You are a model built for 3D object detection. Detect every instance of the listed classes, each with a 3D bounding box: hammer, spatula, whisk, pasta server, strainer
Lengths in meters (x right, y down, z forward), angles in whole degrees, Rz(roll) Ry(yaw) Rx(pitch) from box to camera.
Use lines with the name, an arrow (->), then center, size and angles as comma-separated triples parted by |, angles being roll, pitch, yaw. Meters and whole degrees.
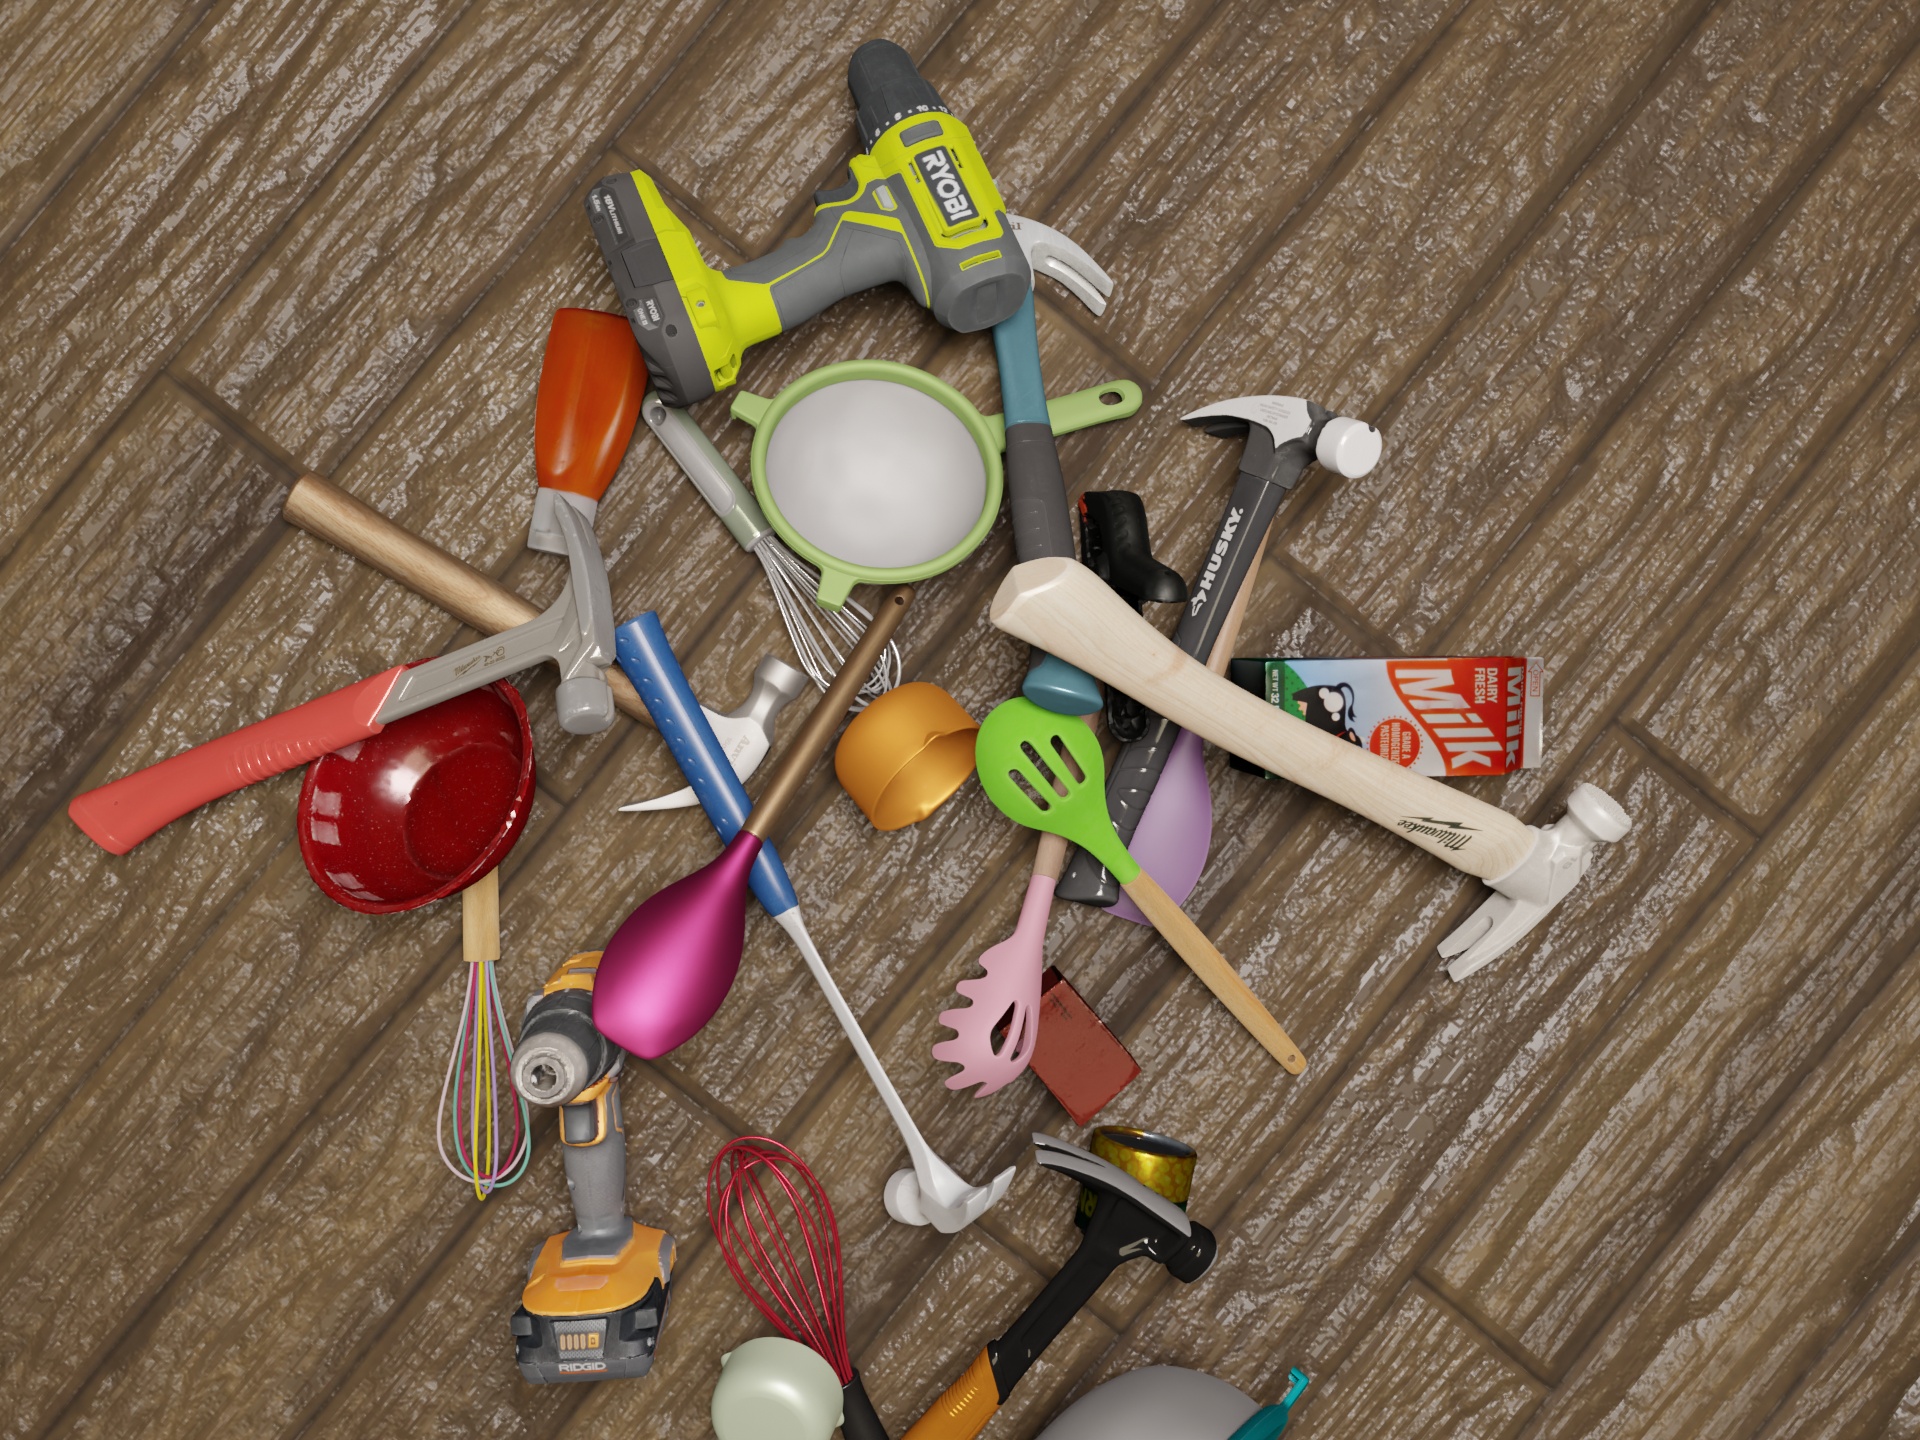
hammer -> -0.268, -0.054, 0.982 | 0.331, 0.031, 0.130 | 30, 88, -1
spatula -> 0.158, -0.024, 1.002 | 0.060, 0.018, 0.316 | 17, 90, 2
hammer -> 0.133, -0.037, 0.965 | 0.035, 0.146, 0.334 | 16, 102, -32
whisk -> -0.081, 0.387, 0.976 | 0.073, 0.073, 0.296 | -21, 97, -2
hammer -> -0.095, 0.120, 0.933 | 0.035, 0.144, 0.405 | -29, 90, -28
pasta server -> 0.052, 0.070, 0.958 | 0.060, 0.040, 0.316 | 26, 69, -28
strainer -> 0.048, 0.444, 0.860 | 0.095, 0.340, 0.211 | 41, 113, 28
hammer -> 0.040, -0.159, 0.936 | 0.128, 0.033, 0.331 | -3, 69, -10
whisk -> -0.292, 0.169, 0.973 | 0.051, 0.047, 0.245 | -4, 86, 21
whisk -> -0.119, -0.105, 0.981 | 0.058, 0.059, 0.246 | -39, 87, 26
hammer -> 0.001, 0.397, 0.937 | 0.127, 0.034, 0.337 | 35, 100, -12
hammer -> -0.369, -0.008, 0.940 | 0.359, 0.036, 0.149 | -20, 63, 12
strainer -> -0.006, -0.156, 0.982 | 0.256, 0.069, 0.152 | -20, 73, -19
hammer -> 0.188, 0.025, 0.900 | 0.410, 0.038, 0.146 | 26, 117, -22

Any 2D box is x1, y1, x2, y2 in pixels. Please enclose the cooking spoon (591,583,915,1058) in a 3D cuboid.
cooking spoon -> -0.105, 0.045, 0.895 | 0.068, 0.017, 0.319 | 32, 65, -4

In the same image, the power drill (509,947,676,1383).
power drill -> -0.215, 0.256, 0.909 | 0.084, 0.185, 0.226 | -2, 93, -3

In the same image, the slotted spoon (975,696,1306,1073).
slotted spoon -> 0.118, 0.109, 0.951 | 0.070, 0.031, 0.313 | -40, 110, 2

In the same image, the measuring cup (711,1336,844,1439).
measuring cup -> -0.130, 0.446, 0.955 | 0.083, 0.038, 0.167 | 28, 109, 2

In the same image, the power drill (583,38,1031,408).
power drill -> -0.093, -0.292, 0.927 | 0.228, 0.080, 0.191 | -21, 72, -6

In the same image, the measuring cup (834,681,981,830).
measuring cup -> -0.002, -0.003, 0.977 | 0.173, 0.095, 0.052 | -34, 66, -24
